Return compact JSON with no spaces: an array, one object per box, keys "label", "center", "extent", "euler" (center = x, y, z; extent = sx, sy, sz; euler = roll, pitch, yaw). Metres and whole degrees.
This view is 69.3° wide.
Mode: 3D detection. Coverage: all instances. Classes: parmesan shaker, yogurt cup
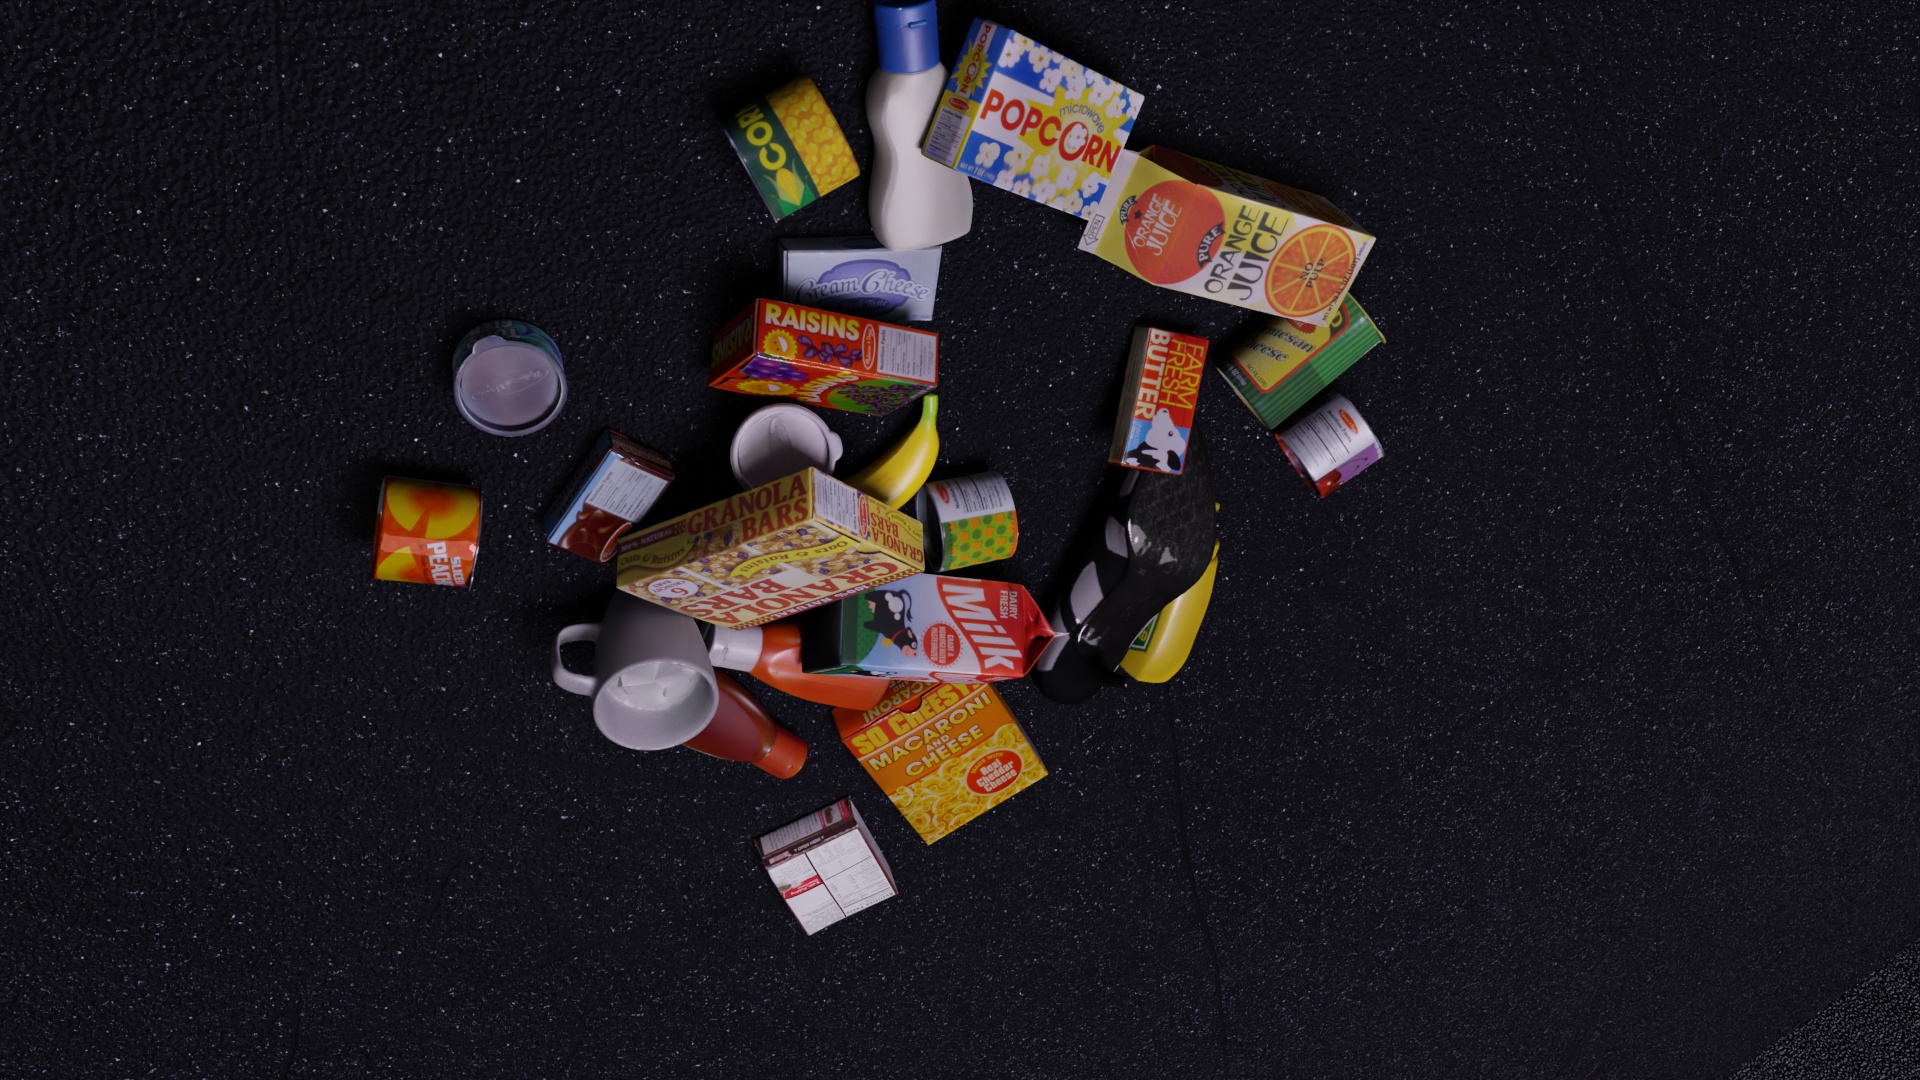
[{"label":"parmesan shaker","center":[0.248,-0.136,1.019],"extent":[0.103,0.071,0.071],"euler":[-41,130,10]},{"label":"yogurt cup","center":[-0.118,-0.060,0.923],"extent":[0.072,0.054,0.072],"euler":[-2,103,-9]}]

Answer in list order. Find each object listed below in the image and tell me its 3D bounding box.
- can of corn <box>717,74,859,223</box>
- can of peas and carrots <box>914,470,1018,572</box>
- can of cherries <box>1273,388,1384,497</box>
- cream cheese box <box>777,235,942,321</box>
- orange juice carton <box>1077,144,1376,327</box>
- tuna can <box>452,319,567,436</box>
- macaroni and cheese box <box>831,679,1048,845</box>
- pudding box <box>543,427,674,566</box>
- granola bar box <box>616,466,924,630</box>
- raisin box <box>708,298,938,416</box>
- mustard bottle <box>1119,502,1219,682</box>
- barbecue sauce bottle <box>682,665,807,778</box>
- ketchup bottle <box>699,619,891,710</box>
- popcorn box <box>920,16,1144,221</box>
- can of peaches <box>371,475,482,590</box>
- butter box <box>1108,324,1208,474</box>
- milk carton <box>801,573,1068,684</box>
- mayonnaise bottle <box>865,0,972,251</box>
[{"label":"can of corn","center":[-0.099,-0.229,0.805],"extent":[0.058,0.071,0.071],"euler":[-30,131,-1]},{"label":"can of peas and carrots","center":[0.004,-0.013,1.013],"extent":[0.059,0.071,0.070],"euler":[-11,128,-15]},{"label":"can of cherries","center":[0.288,-0.075,1.087],"extent":[0.058,0.072,0.071],"euler":[-36,130,6]},{"label":"cream cheese box","center":[-0.066,-0.168,0.895],"extent":[0.104,0.024,0.053],"euler":[-6,126,-19]},{"label":"orange juice carton","center":[0.173,-0.207,0.933],"extent":[0.193,0.073,0.071],"euler":[8,122,-27]},{"label":"tuna can","center":[-0.277,-0.102,0.850],"extent":[0.071,0.033,0.070],"euler":[-12,128,-15]},{"label":"macaroni and cheese box","center":[-0.014,0.170,1.159],"extent":[0.124,0.040,0.165],"euler":[-31,131,1]},{"label":"pudding box","center":[-0.235,-0.028,0.925],"extent":[0.049,0.030,0.083],"euler":[25,112,-36]},{"label":"granola bar box","center":[-0.126,0.011,0.927],"extent":[0.165,0.039,0.124],"euler":[-18,154,28]},{"label":"raisin box","center":[-0.088,-0.114,0.886],"extent":[0.123,0.086,0.040],"euler":[8,79,-27]},{"label":"mustard bottle","center":[0.172,0.037,1.126],"extent":[0.049,0.065,0.159],"euler":[4,117,-32]},{"label":"barbecue sauce bottle","center":[-0.180,0.139,1.065],"extent":[0.064,0.044,0.148],"euler":[-40,131,14]},{"label":"ketchup bottle","center":[-0.124,0.088,1.049],"extent":[0.149,0.044,0.064],"euler":[15,111,-30]},{"label":"popcorn box","center":[0.045,-0.252,0.840],"extent":[0.127,0.038,0.085],"euler":[7,112,-45]},{"label":"can of peaches","center":[-0.336,-0.004,0.874],"extent":[0.058,0.071,0.071],"euler":[8,122,-26]},{"label":"butter box","center":[0.143,-0.102,1.006],"extent":[0.053,0.024,0.103],"euler":[8,96,-27]},{"label":"milk carton","center":[-0.017,0.067,1.041],"extent":[0.191,0.072,0.073],"euler":[7,76,-29]},{"label":"mayonnaise bottle","center":[-0.028,-0.251,0.838],"extent":[0.065,0.041,0.147],"euler":[-18,129,-18]}]
